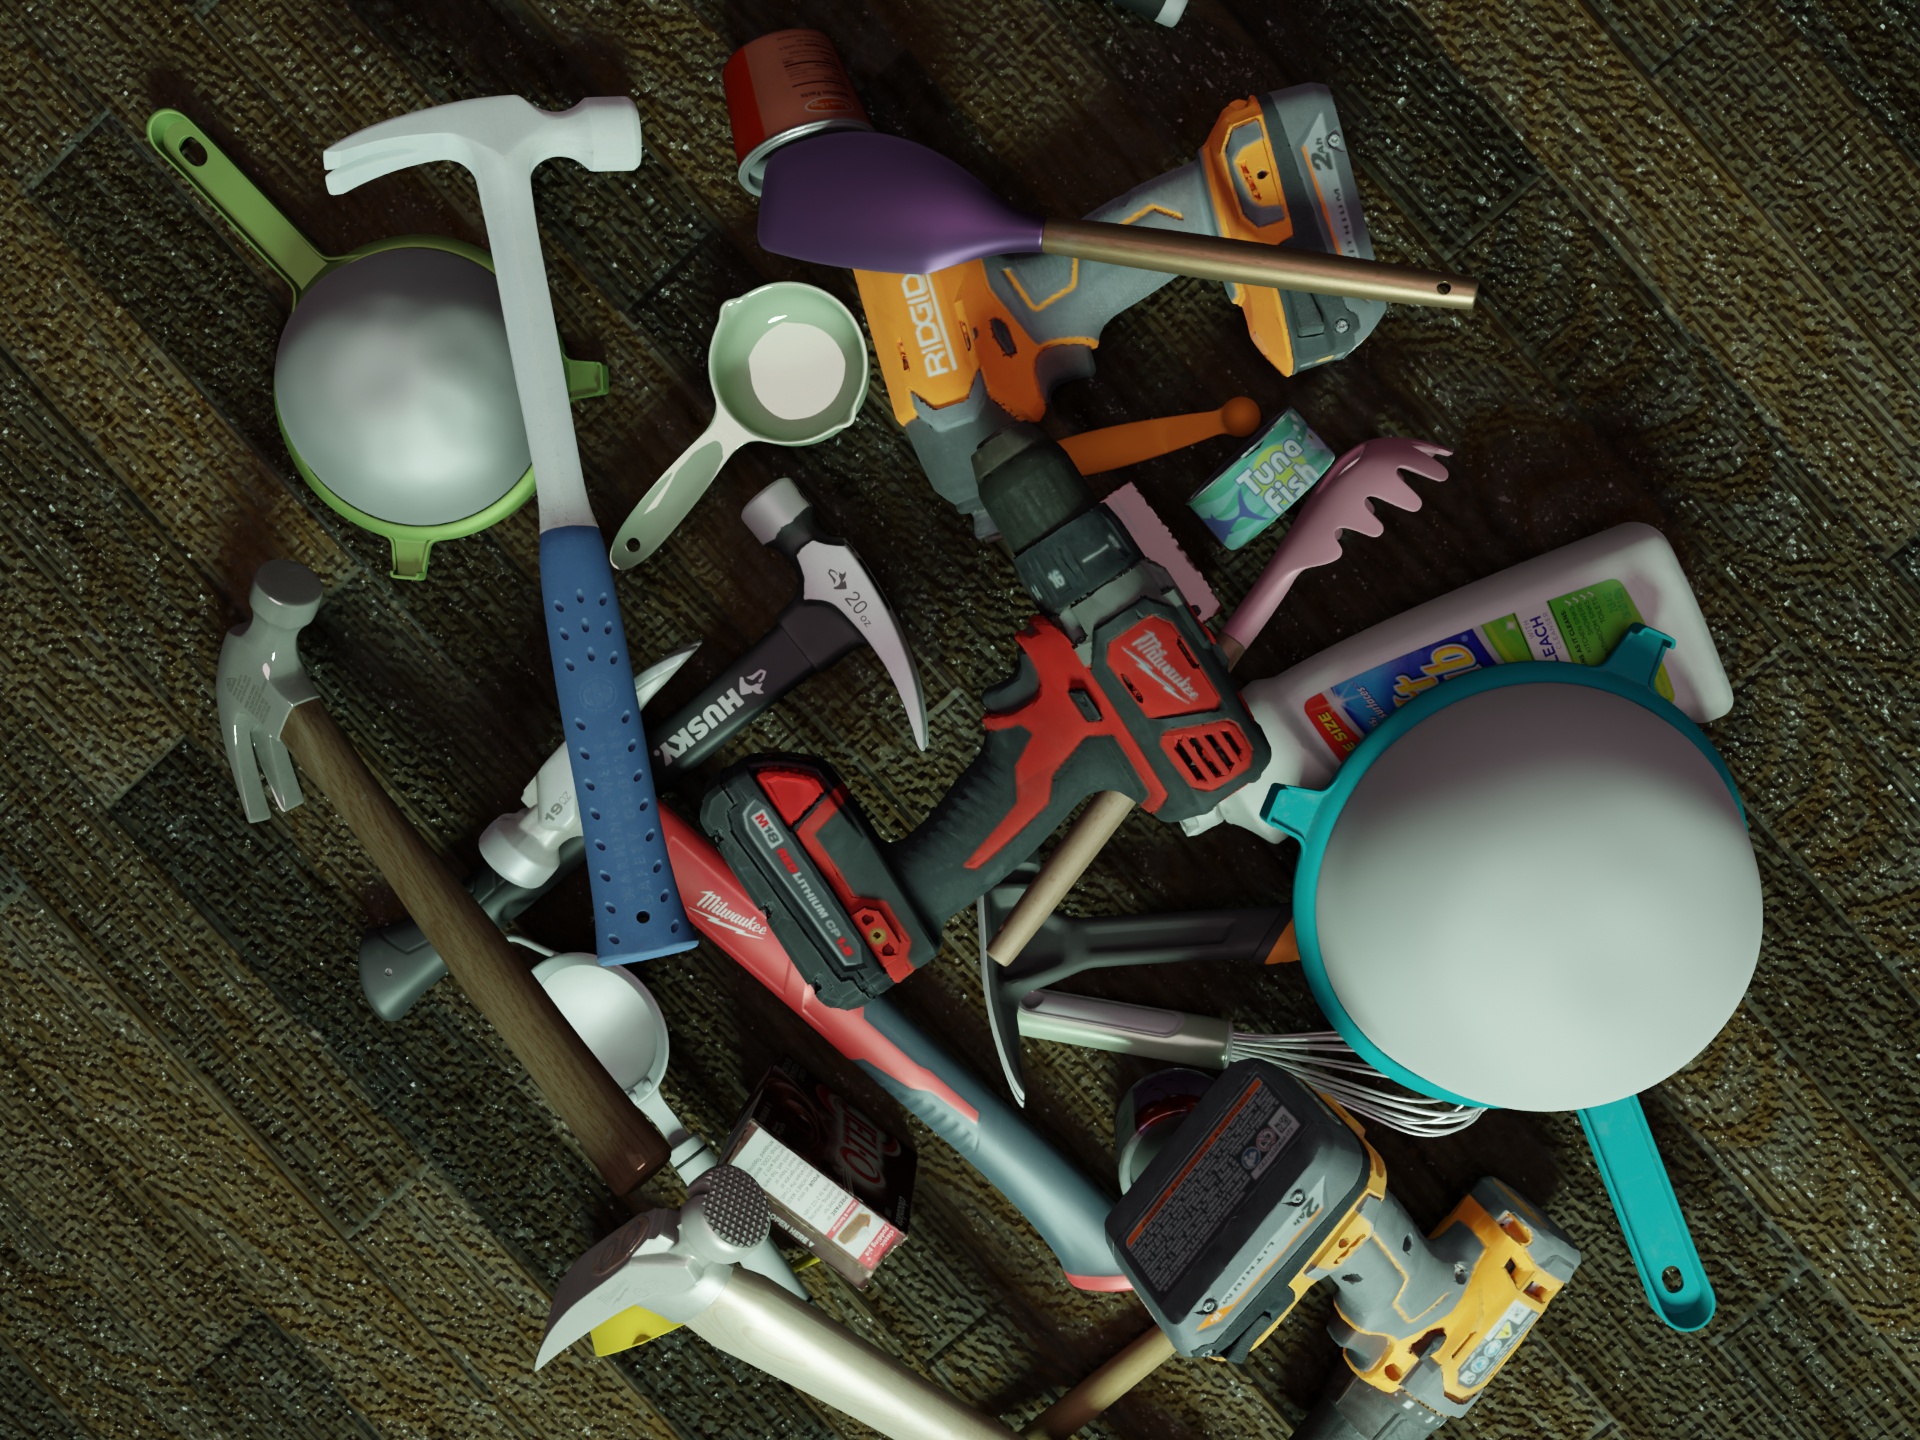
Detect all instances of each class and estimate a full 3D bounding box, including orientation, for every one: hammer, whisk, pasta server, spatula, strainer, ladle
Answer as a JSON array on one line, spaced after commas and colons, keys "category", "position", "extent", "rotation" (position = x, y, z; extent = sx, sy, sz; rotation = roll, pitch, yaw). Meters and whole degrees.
[{"category": "hammer", "position": [-0.183, -0.093, 0.710], "extent": [0.144, 0.035, 0.406], "rotation": [-9, 79, -19]}, {"category": "hammer", "position": [0.000, 0.344, 0.748], "extent": [0.410, 0.038, 0.146], "rotation": [37, 121, -21]}, {"category": "hammer", "position": [-0.167, 0.040, 0.794], "extent": [0.335, 0.035, 0.146], "rotation": [-39, 91, 6]}, {"category": "whisk", "position": [0.139, 0.161, 0.782], "extent": [0.246, 0.058, 0.059], "rotation": [9, 126, 7]}, {"category": "pasta server", "position": [0.117, -0.011, 0.742], "extent": [0.040, 0.060, 0.316], "rotation": [37, 89, -8]}, {"category": "spatula", "position": [0.062, -0.209, 0.688], "extent": [0.316, 0.018, 0.059], "rotation": [12, 100, 11]}, {"category": "hammer", "position": [0.178, 0.107, 0.762], "extent": [0.337, 0.034, 0.127], "rotation": [-4, 65, 0]}, {"category": "strainer", "position": [0.283, 0.142, 0.693], "extent": [0.211, 0.095, 0.340], "rotation": [-24, 101, 1]}, {"category": "strainer", "position": [-0.306, -0.200, 0.762], "extent": [0.151, 0.069, 0.256], "rotation": [-43, 93, 6]}, {"category": "hammer", "position": [-0.040, 0.134, 0.770], "extent": [0.386, 0.038, 0.143], "rotation": [42, 98, -7]}, {"category": "ladle", "position": [0.011, 0.385, 0.818], "extent": [0.320, 0.062, 0.078], "rotation": [-38, 96, -1]}, {"category": "strainer", "position": [-0.140, 0.207, 0.790], "extent": [0.087, 0.050, 0.258], "rotation": [-38, 84, 24]}, {"category": "hammer", "position": [-0.248, 0.084, 0.746], "extent": [0.331, 0.031, 0.130], "rotation": [49, 129, 13]}]

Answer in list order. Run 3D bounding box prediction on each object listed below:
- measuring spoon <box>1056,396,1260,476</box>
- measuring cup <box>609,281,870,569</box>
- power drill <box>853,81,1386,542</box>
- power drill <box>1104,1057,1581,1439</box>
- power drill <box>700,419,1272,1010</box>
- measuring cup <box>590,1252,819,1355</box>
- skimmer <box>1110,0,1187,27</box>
[{"category": "measuring spoon", "position": [0.089, -0.136, 0.774], "extent": [0.117, 0.011, 0.021], "rotation": [-13, 94, 4]}, {"category": "measuring cup", "position": [-0.111, -0.137, 0.774], "extent": [0.083, 0.038, 0.167], "rotation": [42, 98, -1]}, {"category": "power drill", "position": [0.073, -0.185, 0.738], "extent": [0.226, 0.084, 0.164], "rotation": [-15, 94, 9]}, {"category": "power drill", "position": [0.169, 0.272, 0.738], "extent": [0.226, 0.084, 0.185], "rotation": [34, 96, -32]}, {"category": "power drill", "position": [-0.001, -0.002, 0.691], "extent": [0.226, 0.080, 0.188], "rotation": [-33, 92, 0]}, {"category": "measuring cup", "position": [-0.115, 0.279, 0.810], "extent": [0.156, 0.062, 0.029], "rotation": [-22, 80, -6]}, {"category": "skimmer", "position": [-0.066, -0.404, 0.751], "extent": [0.363, 0.090, 0.127], "rotation": [20, 94, -9]}]
